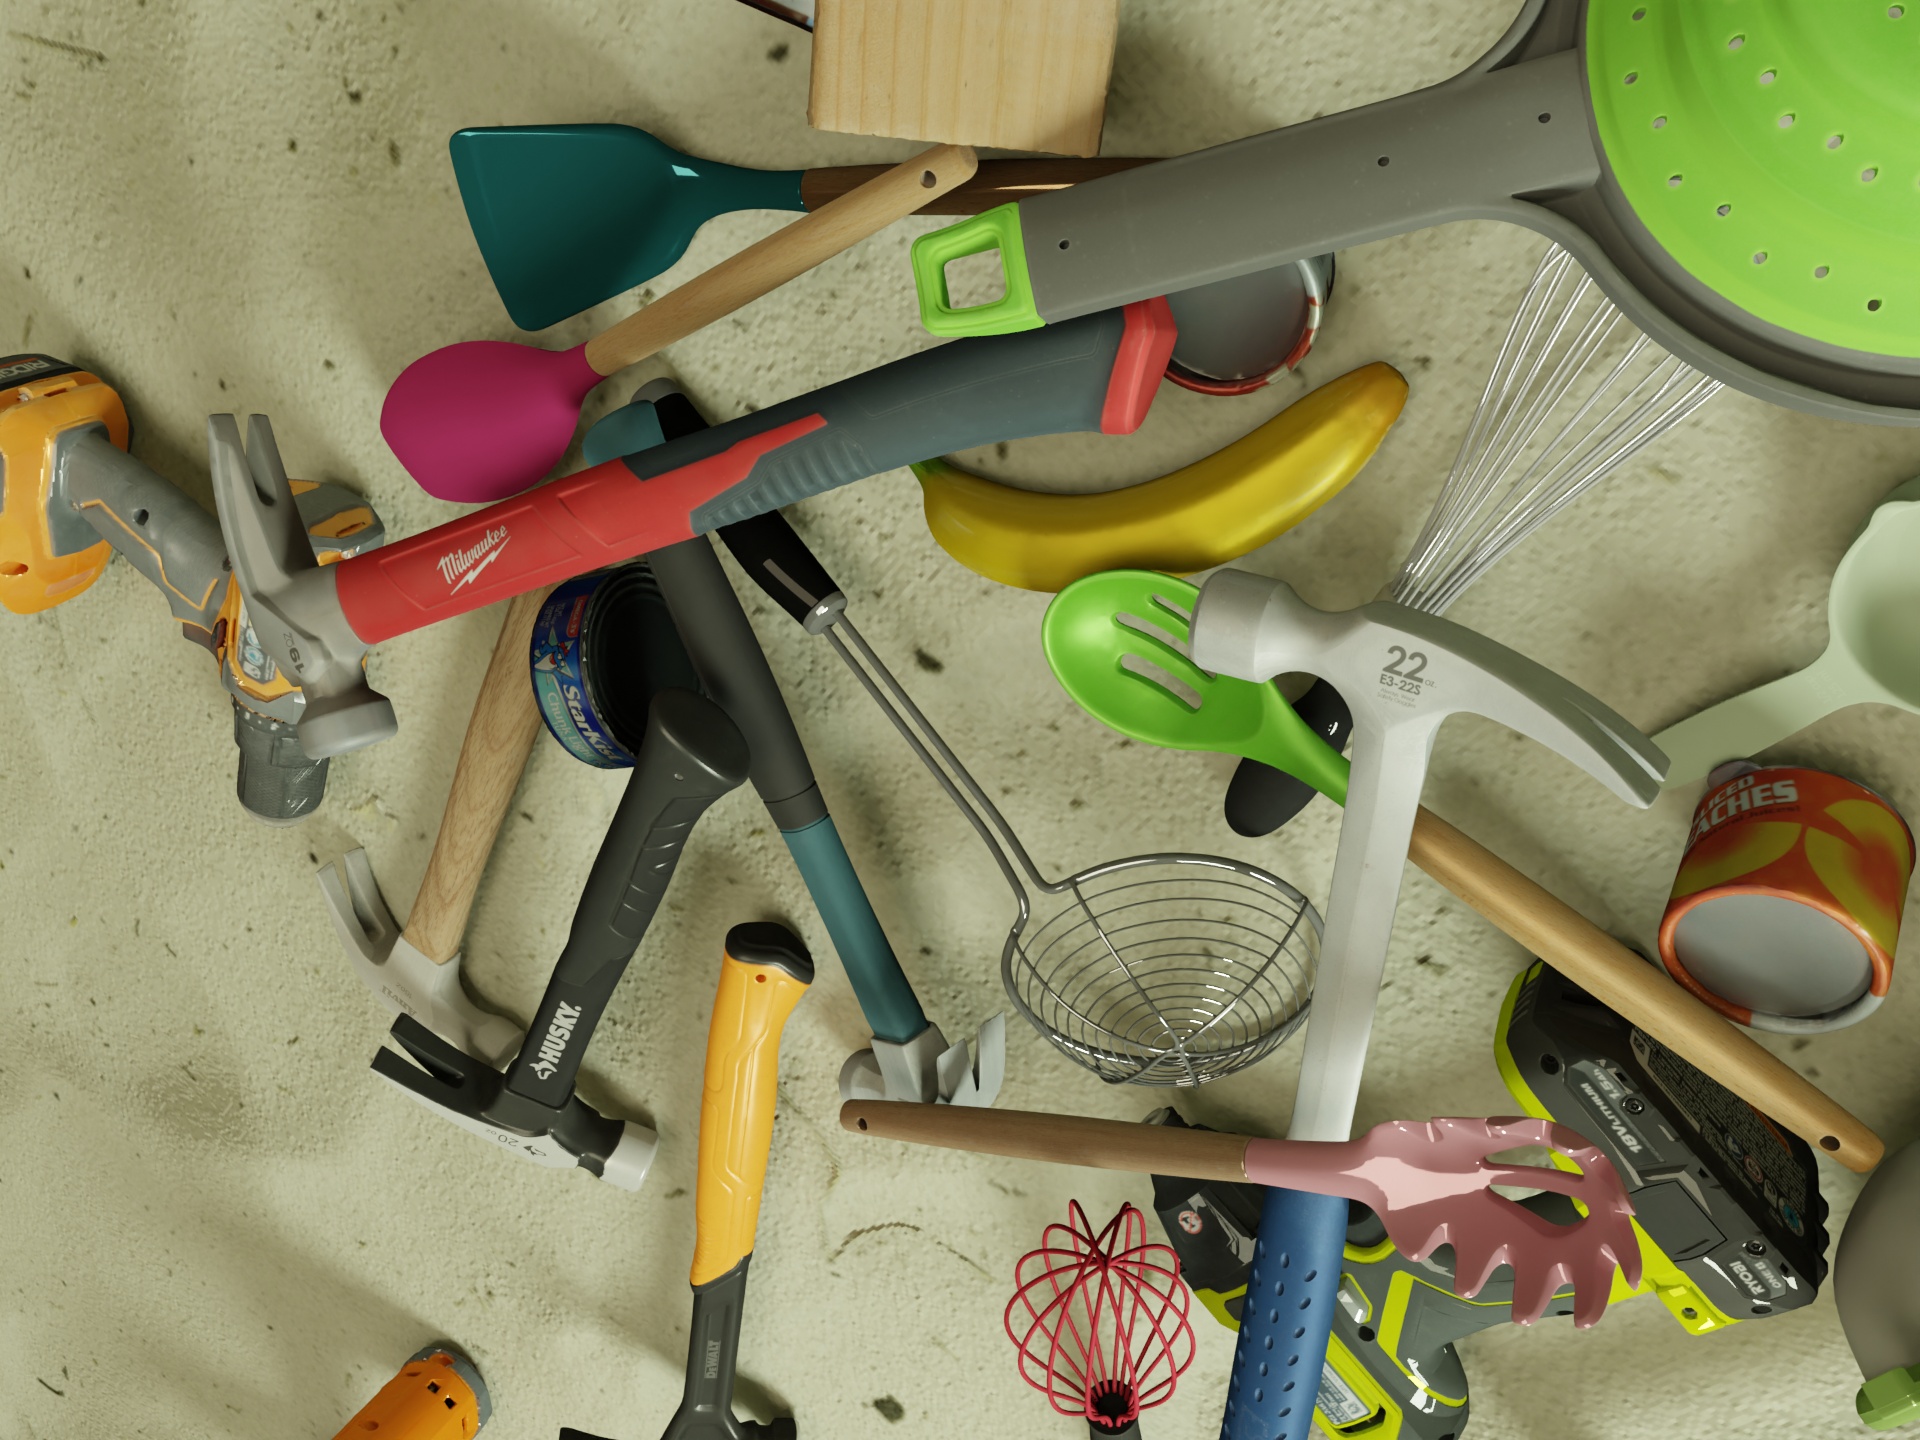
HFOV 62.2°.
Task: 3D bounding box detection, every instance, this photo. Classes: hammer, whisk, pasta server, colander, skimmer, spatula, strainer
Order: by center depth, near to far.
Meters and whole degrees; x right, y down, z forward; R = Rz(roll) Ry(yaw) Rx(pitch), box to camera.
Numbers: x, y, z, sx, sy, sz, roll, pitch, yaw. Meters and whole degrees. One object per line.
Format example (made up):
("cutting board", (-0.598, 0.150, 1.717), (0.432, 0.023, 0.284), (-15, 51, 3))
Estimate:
("colander", (0.165, -0.164, 0.395), (0.397, 0.094, 0.204), (-10, 88, 16))
("strainer", (0.372, 0.126, 0.484), (0.256, 0.151, 0.069), (-37, 58, 14))
("whisk", (0.164, -0.058, 0.526), (0.070, 0.070, 0.284), (37, 127, 8))
("pasta server", (0.073, 0.152, 0.549), (0.316, 0.040, 0.060), (-5, 96, 38))
("hammer", (0.130, 0.153, 0.557), (0.144, 0.035, 0.405), (18, 119, 28))
("spatula", (-0.036, -0.186, 0.575), (0.317, 0.044, 0.082), (6, 131, 22))
("hammer", (-0.112, -0.097, 0.576), (0.386, 0.038, 0.143), (-15, 95, 23))
("skimmer", (-0.001, -0.002, 0.644), (0.363, 0.090, 0.127), (51, 125, 11))
("hammer", (-0.071, 0.029, 0.653), (0.128, 0.033, 0.331), (-5, 112, 58))
("whisk", (0.062, 0.279, 0.658), (0.073, 0.073, 0.295), (15, 143, 20))
("hammer", (-0.167, 0.102, 0.707), (0.146, 0.035, 0.334), (24, 132, -7))
("hammer", (-0.231, 0.027, 0.768), (0.130, 0.031, 0.331), (33, 121, 10))
("hammer", (-0.124, 0.248, 0.783), (0.127, 0.034, 0.336), (5, 113, -11))

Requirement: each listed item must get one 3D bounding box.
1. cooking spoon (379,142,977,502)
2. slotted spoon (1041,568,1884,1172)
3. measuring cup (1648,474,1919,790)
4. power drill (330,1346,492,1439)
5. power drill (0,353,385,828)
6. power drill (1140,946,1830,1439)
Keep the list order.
("cooking spoon", (-0.123, -0.149, 0.611), (0.319, 0.017, 0.068), (-17, 119, 35))
("slotted spoon", (0.160, 0.045, 0.532), (0.314, 0.031, 0.070), (37, 131, 15))
("measuring cup", (0.278, -0.021, 0.500), (0.083, 0.038, 0.167), (47, 140, -1))
("power drill", (-0.385, 0.492, 0.960), (0.084, 0.164, 0.226), (41, 124, 5))
("power drill", (-0.393, -0.060, 0.787), (0.226, 0.084, 0.185), (26, 121, 9))
("power drill", (0.184, 0.184, 0.603), (0.171, 0.080, 0.223), (49, 126, 0))
